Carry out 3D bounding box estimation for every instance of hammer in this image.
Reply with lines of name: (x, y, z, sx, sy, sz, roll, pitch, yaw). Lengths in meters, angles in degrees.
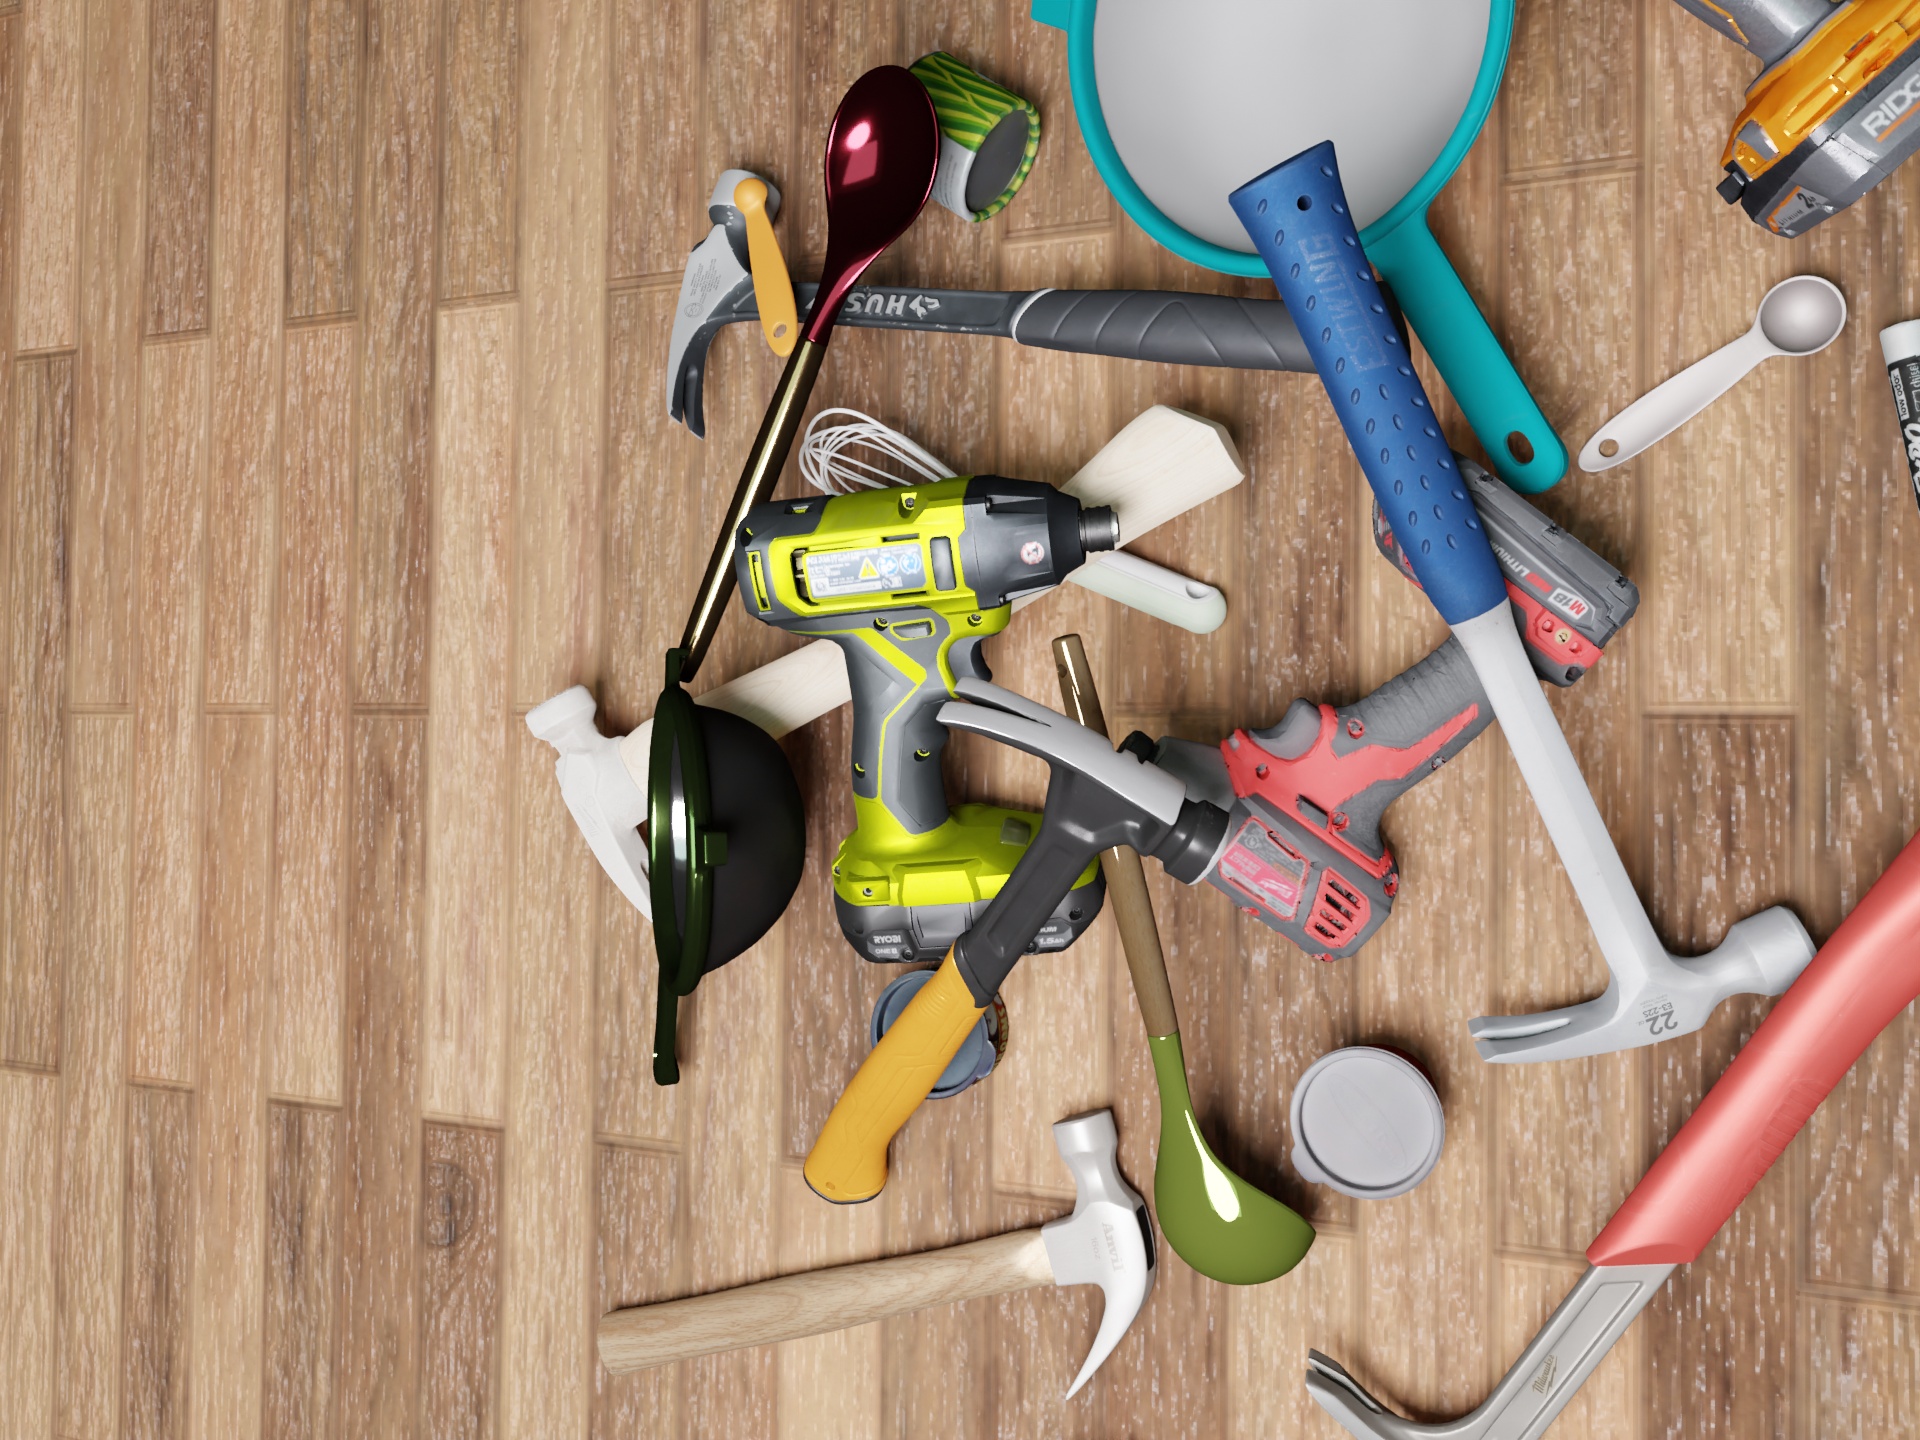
hammer: (-0.053, 0.306, 0.843, 0.331, 0.031, 0.130, -20, 81, 21)
hammer: (-0.038, -0.029, 0.813, 0.410, 0.038, 0.146, -28, 94, 23)
hammer: (0.208, -0.033, 0.645, 0.144, 0.035, 0.405, -26, 105, 12)
hammer: (0.299, 0.193, 0.670, 0.149, 0.037, 0.359, 32, 106, 8)
hammer: (-0.010, 0.126, 0.741, 0.127, 0.034, 0.336, 30, 128, 0)
hammer: (0.018, -0.194, 0.774, 0.409, 0.036, 0.149, 13, 80, 31)

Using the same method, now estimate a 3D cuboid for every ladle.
ladle: (0.095, 0.112, 0.727, 0.078, 0.062, 0.320, -3, 104, 52)
ladle: (-0.082, -0.162, 0.784, 0.069, 0.031, 0.315, 30, 104, 29)

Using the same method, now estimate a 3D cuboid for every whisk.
whisk: (0.023, -0.100, 0.816, 0.246, 0.058, 0.059, 25, 133, 17)

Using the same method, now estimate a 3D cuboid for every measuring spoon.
measuring spoon: (-0.102, -0.237, 0.826, 0.021, 0.011, 0.117, -24, 65, 20)
measuring spoon: (0.332, -0.150, 0.708, 0.124, 0.018, 0.034, -36, 76, 25)

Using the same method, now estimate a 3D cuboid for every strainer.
strainer: (-0.121, 0.099, 0.816, 0.152, 0.069, 0.256, -112, 26, -47)
strainer: (0.192, -0.259, 0.724, 0.211, 0.095, 0.340, -32, 87, 40)

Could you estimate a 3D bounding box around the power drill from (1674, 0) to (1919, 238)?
power drill: (0.302, -0.310, 0.660, 0.084, 0.164, 0.226, -43, 86, 16)

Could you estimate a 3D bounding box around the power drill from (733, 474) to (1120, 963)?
power drill: (-0.001, -0.002, 0.752, 0.171, 0.080, 0.223, -5, 112, 11)

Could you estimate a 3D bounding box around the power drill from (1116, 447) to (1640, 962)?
power drill: (0.177, -0.010, 0.713, 0.143, 0.078, 0.219, 35, 105, -7)
